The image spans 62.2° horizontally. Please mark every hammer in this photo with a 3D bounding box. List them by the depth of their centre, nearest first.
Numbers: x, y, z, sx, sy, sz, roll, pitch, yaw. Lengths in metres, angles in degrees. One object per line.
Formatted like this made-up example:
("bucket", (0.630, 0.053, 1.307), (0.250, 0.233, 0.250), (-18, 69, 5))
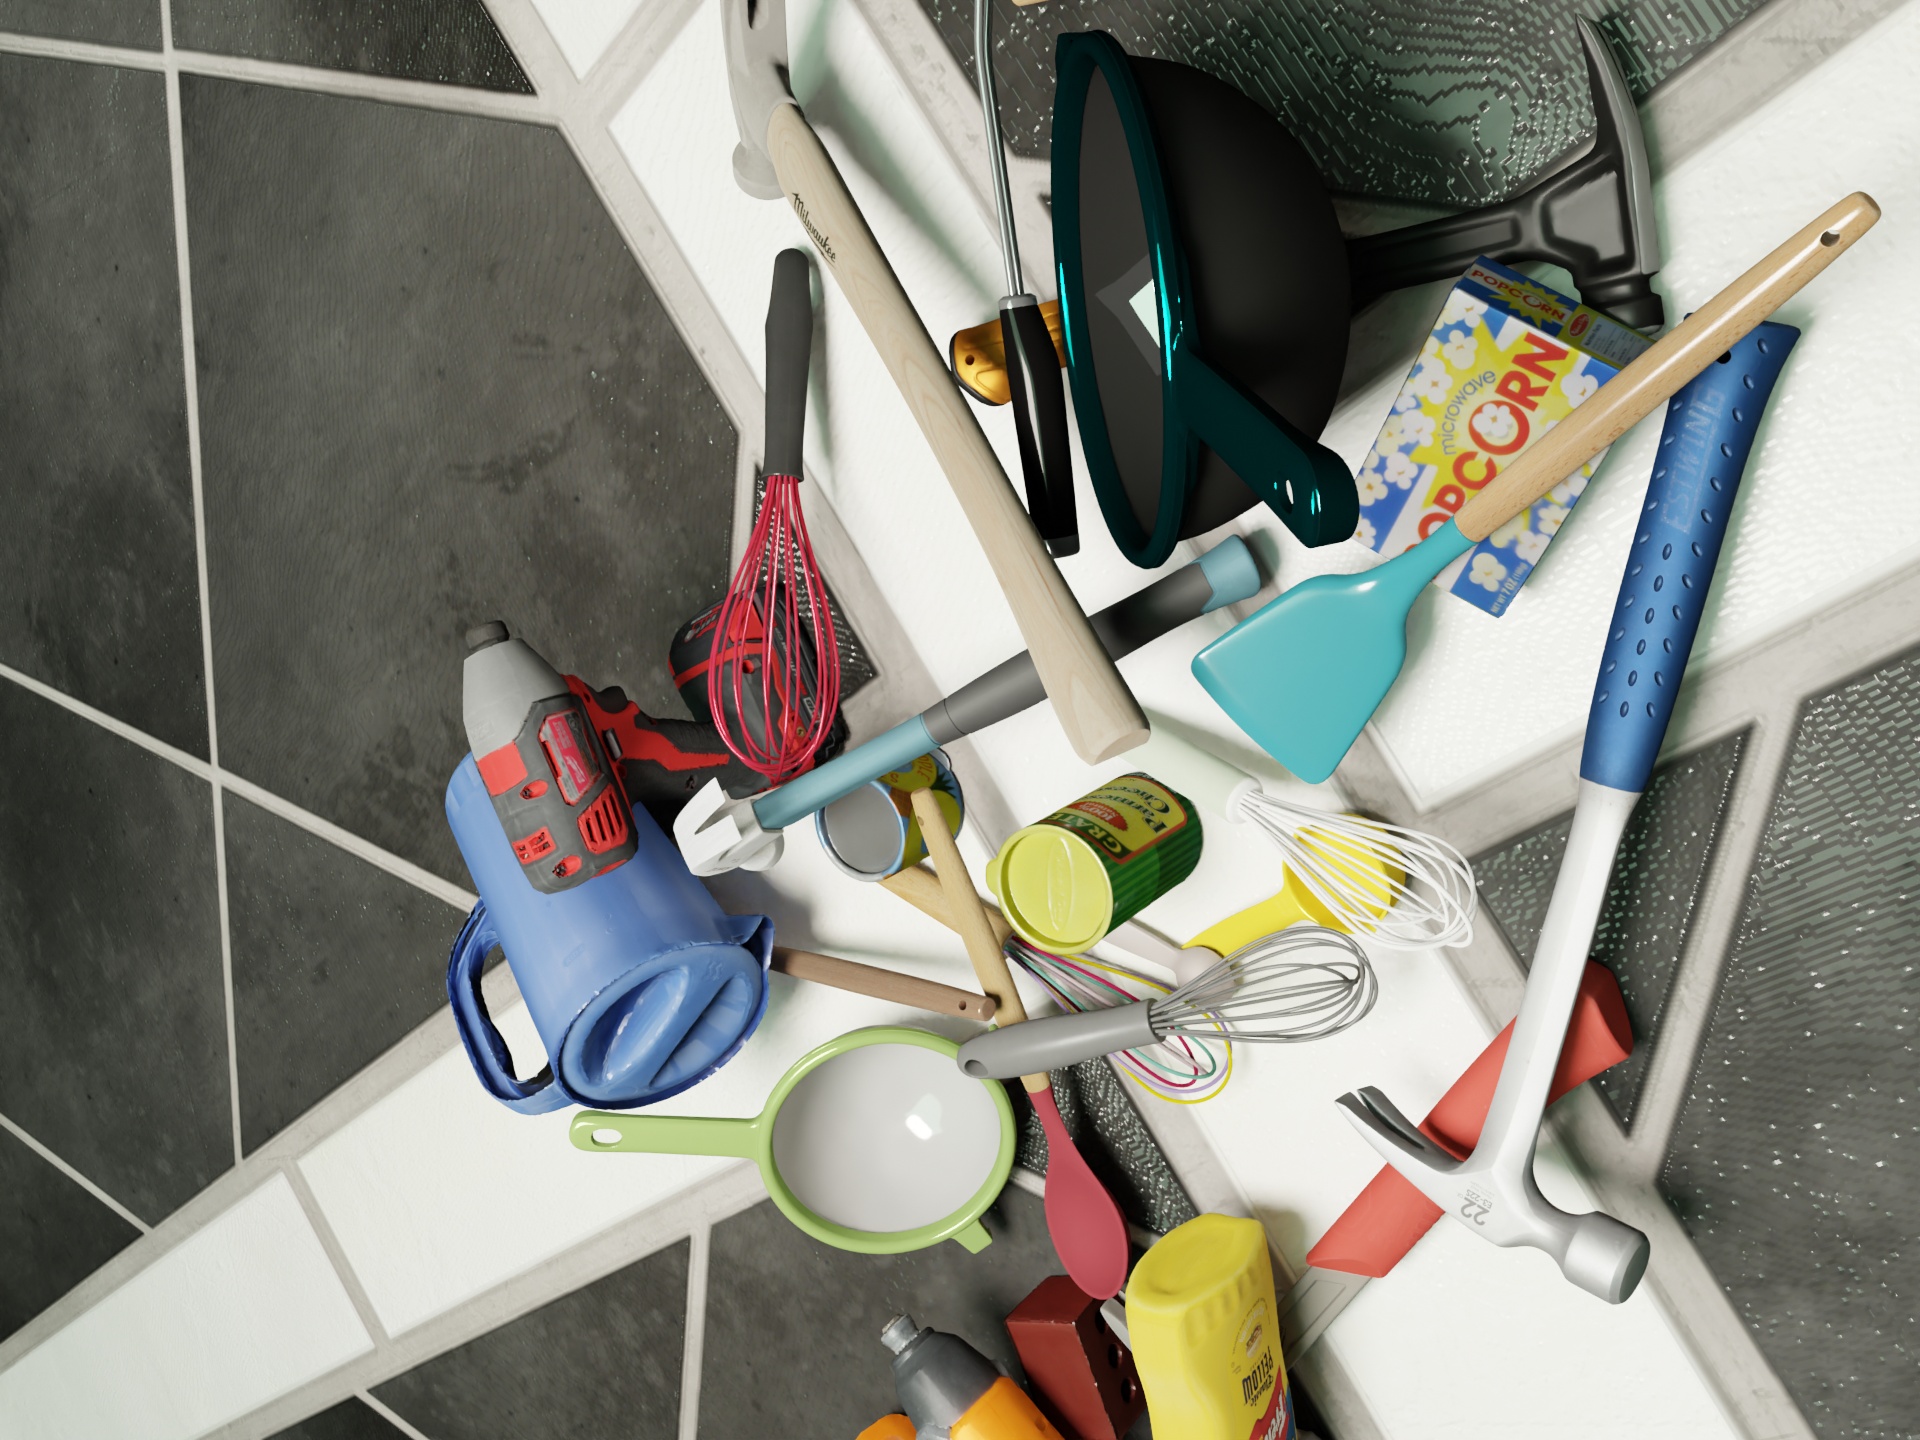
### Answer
("hammer", (0.266, 0.035, 0.674), (0.144, 0.035, 0.405), (22, 109, 40))
("hammer", (0.135, -0.205, 0.725), (0.337, 0.034, 0.127), (-5, 102, 36))
("hammer", (-0.018, -0.166, 0.744), (0.411, 0.038, 0.146), (63, 167, 18))
("hammer", (-0.001, -0.003, 0.800), (0.331, 0.128, 0.033), (-28, 79, 14))
("hammer", (0.208, 0.248, 0.808), (0.149, 0.036, 0.359), (39, 123, 19))

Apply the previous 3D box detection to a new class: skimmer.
("skimmer", (-0.007, -0.253, 0.746), (0.090, 0.127, 0.363), (-2, 105, 31))

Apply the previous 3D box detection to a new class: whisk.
("whisk", (0.141, 0.042, 0.753), (0.247, 0.058, 0.059), (33, 161, 46))
("whisk", (0.096, 0.150, 0.801), (0.239, 0.055, 0.055), (-20, 92, 30))
("whisk", (-0.098, -0.112, 0.866), (0.073, 0.073, 0.296), (-1, 85, 35))
("whisk", (0.043, 0.139, 0.887), (0.245, 0.051, 0.047), (28, 124, 29))

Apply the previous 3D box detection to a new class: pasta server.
("pasta server", (-0.100, 0.148, 0.958), (0.316, 0.040, 0.060), (3, 87, 46))

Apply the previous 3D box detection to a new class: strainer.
("strainer", (0.112, -0.143, 0.591), (0.095, 0.341, 0.210), (-10, 119, -5))
("strainer", (-0.097, 0.233, 0.940), (0.256, 0.069, 0.151), (3, 109, -4))

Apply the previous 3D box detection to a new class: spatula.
("spatula", (0.218, -0.085, 0.628), (0.082, 0.044, 0.317), (44, 136, 0))

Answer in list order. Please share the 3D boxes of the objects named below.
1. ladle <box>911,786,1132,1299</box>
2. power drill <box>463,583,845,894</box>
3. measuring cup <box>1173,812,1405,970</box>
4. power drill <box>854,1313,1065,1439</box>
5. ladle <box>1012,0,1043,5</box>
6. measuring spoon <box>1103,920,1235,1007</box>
("ladle", (0.033, 0.180, 0.879), (0.069, 0.031, 0.315), (-3, 112, 53))
("power drill", (-0.174, -0.003, 0.883), (0.078, 0.219, 0.143), (-24, 90, 37))
("measuring cup", (0.163, 0.095, 0.806), (0.062, 0.029, 0.156), (55, 138, 6))
("power drill", (-0.011, 0.451, 0.959), (0.164, 0.084, 0.226), (46, 141, 15))
("ladle", (0.155, -0.345, 0.673), (0.320, 0.062, 0.078), (5, 108, 41))
("measuring spoon", (0.091, 0.122, 0.857), (0.124, 0.018, 0.034), (23, 128, 33))
